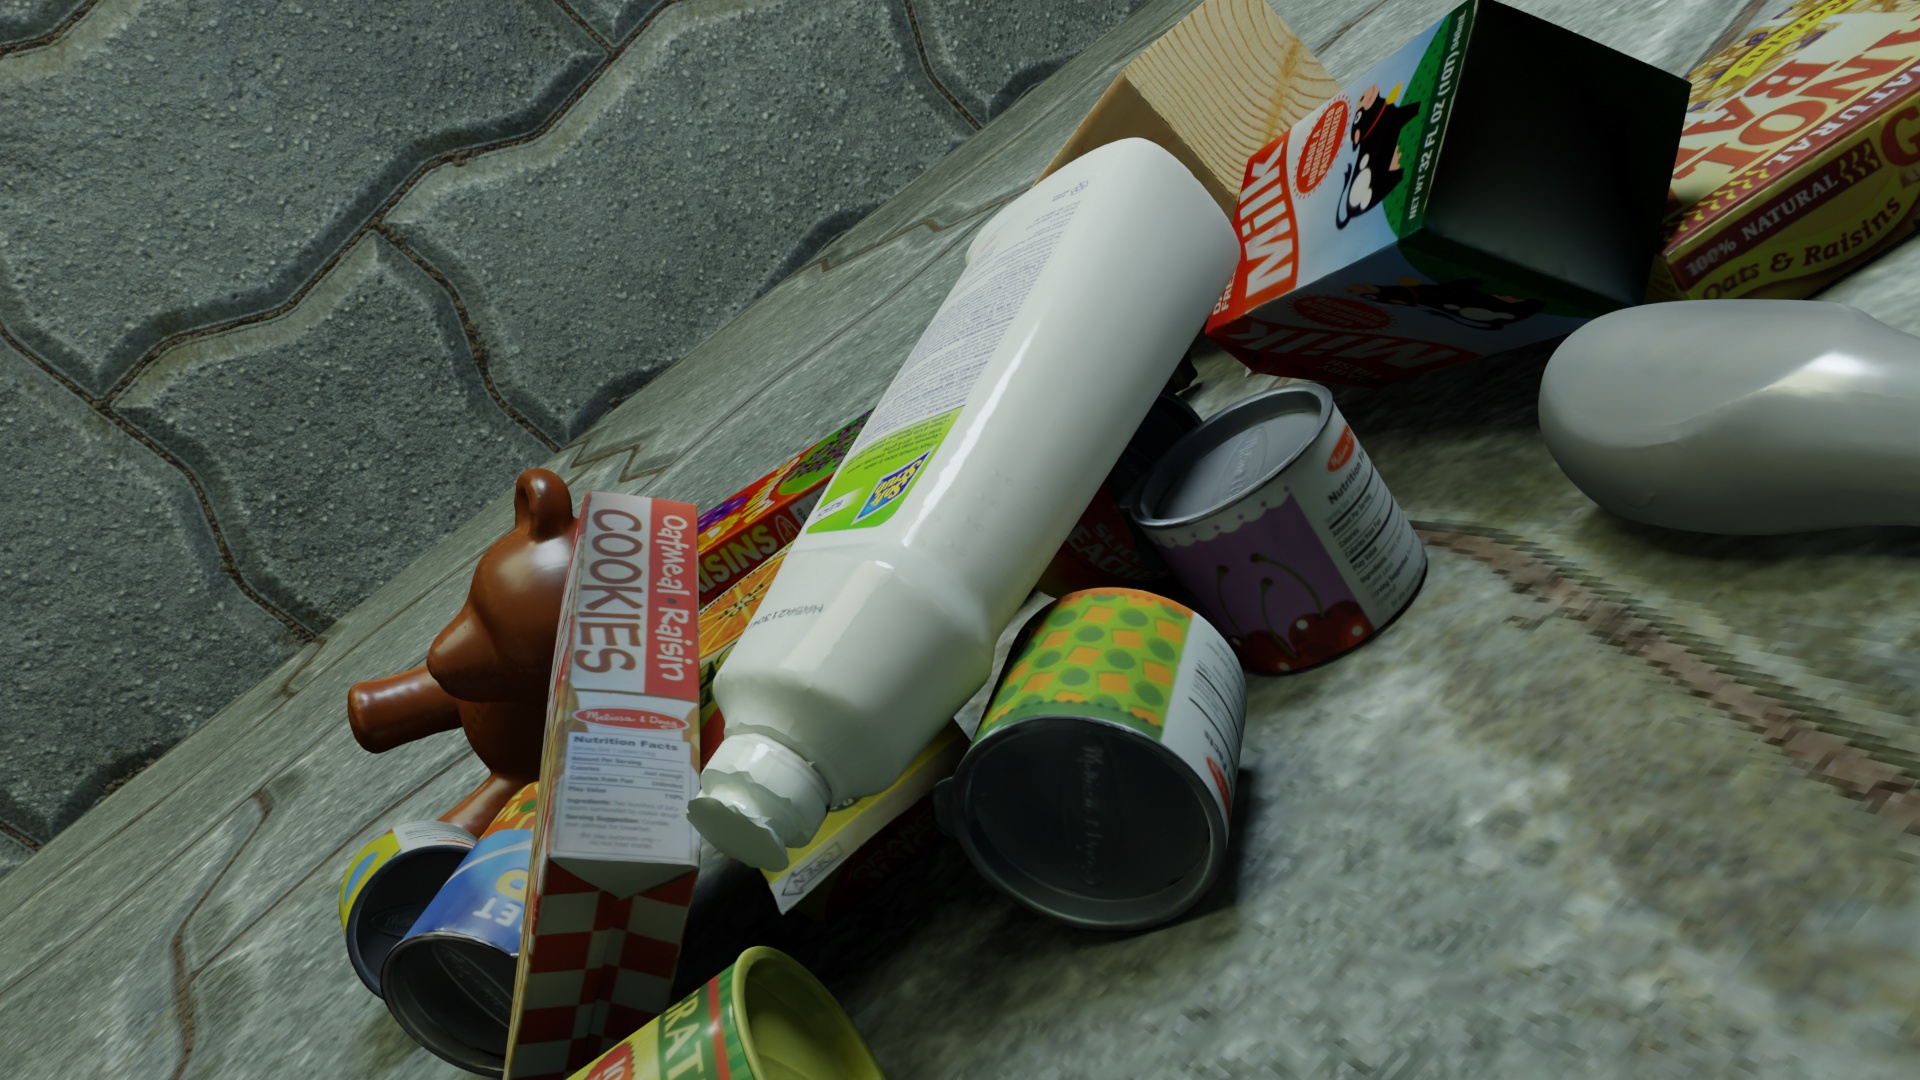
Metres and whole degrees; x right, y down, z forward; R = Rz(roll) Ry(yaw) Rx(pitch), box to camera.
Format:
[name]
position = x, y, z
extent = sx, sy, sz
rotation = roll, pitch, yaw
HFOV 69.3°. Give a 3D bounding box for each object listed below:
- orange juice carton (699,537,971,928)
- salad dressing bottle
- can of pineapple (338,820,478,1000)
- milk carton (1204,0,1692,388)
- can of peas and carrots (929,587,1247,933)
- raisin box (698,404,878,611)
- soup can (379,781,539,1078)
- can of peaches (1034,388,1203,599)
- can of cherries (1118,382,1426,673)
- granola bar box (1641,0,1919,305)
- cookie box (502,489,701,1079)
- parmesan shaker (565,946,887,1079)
[orange juice carton]
position = -0.046, 0.062, 0.474
extent = 0.072, 0.073, 0.193
rotation = -38, 18, -5
[salad dressing bottle]
position = 0.191, -0.024, 0.299
extent = 0.064, 0.044, 0.148
rotation = -36, 18, -7
[can of pineapple]
position = -0.224, 0.156, 0.581
extent = 0.071, 0.071, 0.058
rotation = -43, 18, -21
[milk carton]
position = 0.143, -0.102, 0.470
extent = 0.190, 0.073, 0.072
rotation = 173, 113, -77
[can of peas and carrots]
position = 0.034, 0.054, 0.350
extent = 0.070, 0.071, 0.059
rotation = -27, 19, 29
[raisin box]
position = -0.078, -0.008, 0.645
extent = 0.123, 0.040, 0.086
rotation = -30, 18, 15
[soup can]
position = -0.151, 0.135, 0.496
extent = 0.071, 0.071, 0.084
rotation = -28, 19, 26
[can of peaches]
position = 0.053, -0.014, 0.496
extent = 0.058, 0.071, 0.071
rotation = -19, 24, 45
[can of cherries]
position = 0.091, -0.003, 0.408
extent = 0.071, 0.058, 0.072
rotation = -33, 18, 12
[granola bar box]
position = 0.269, -0.131, 0.434
extent = 0.165, 0.039, 0.124
rotation = -33, 18, 10
[cookie box]
position = -0.109, 0.079, 0.422
extent = 0.168, 0.040, 0.122
rotation = -106, 29, -56
[parmesan shaker]
position = -0.070, 0.149, 0.306
extent = 0.103, 0.071, 0.071
rotation = -35, 17, 4
